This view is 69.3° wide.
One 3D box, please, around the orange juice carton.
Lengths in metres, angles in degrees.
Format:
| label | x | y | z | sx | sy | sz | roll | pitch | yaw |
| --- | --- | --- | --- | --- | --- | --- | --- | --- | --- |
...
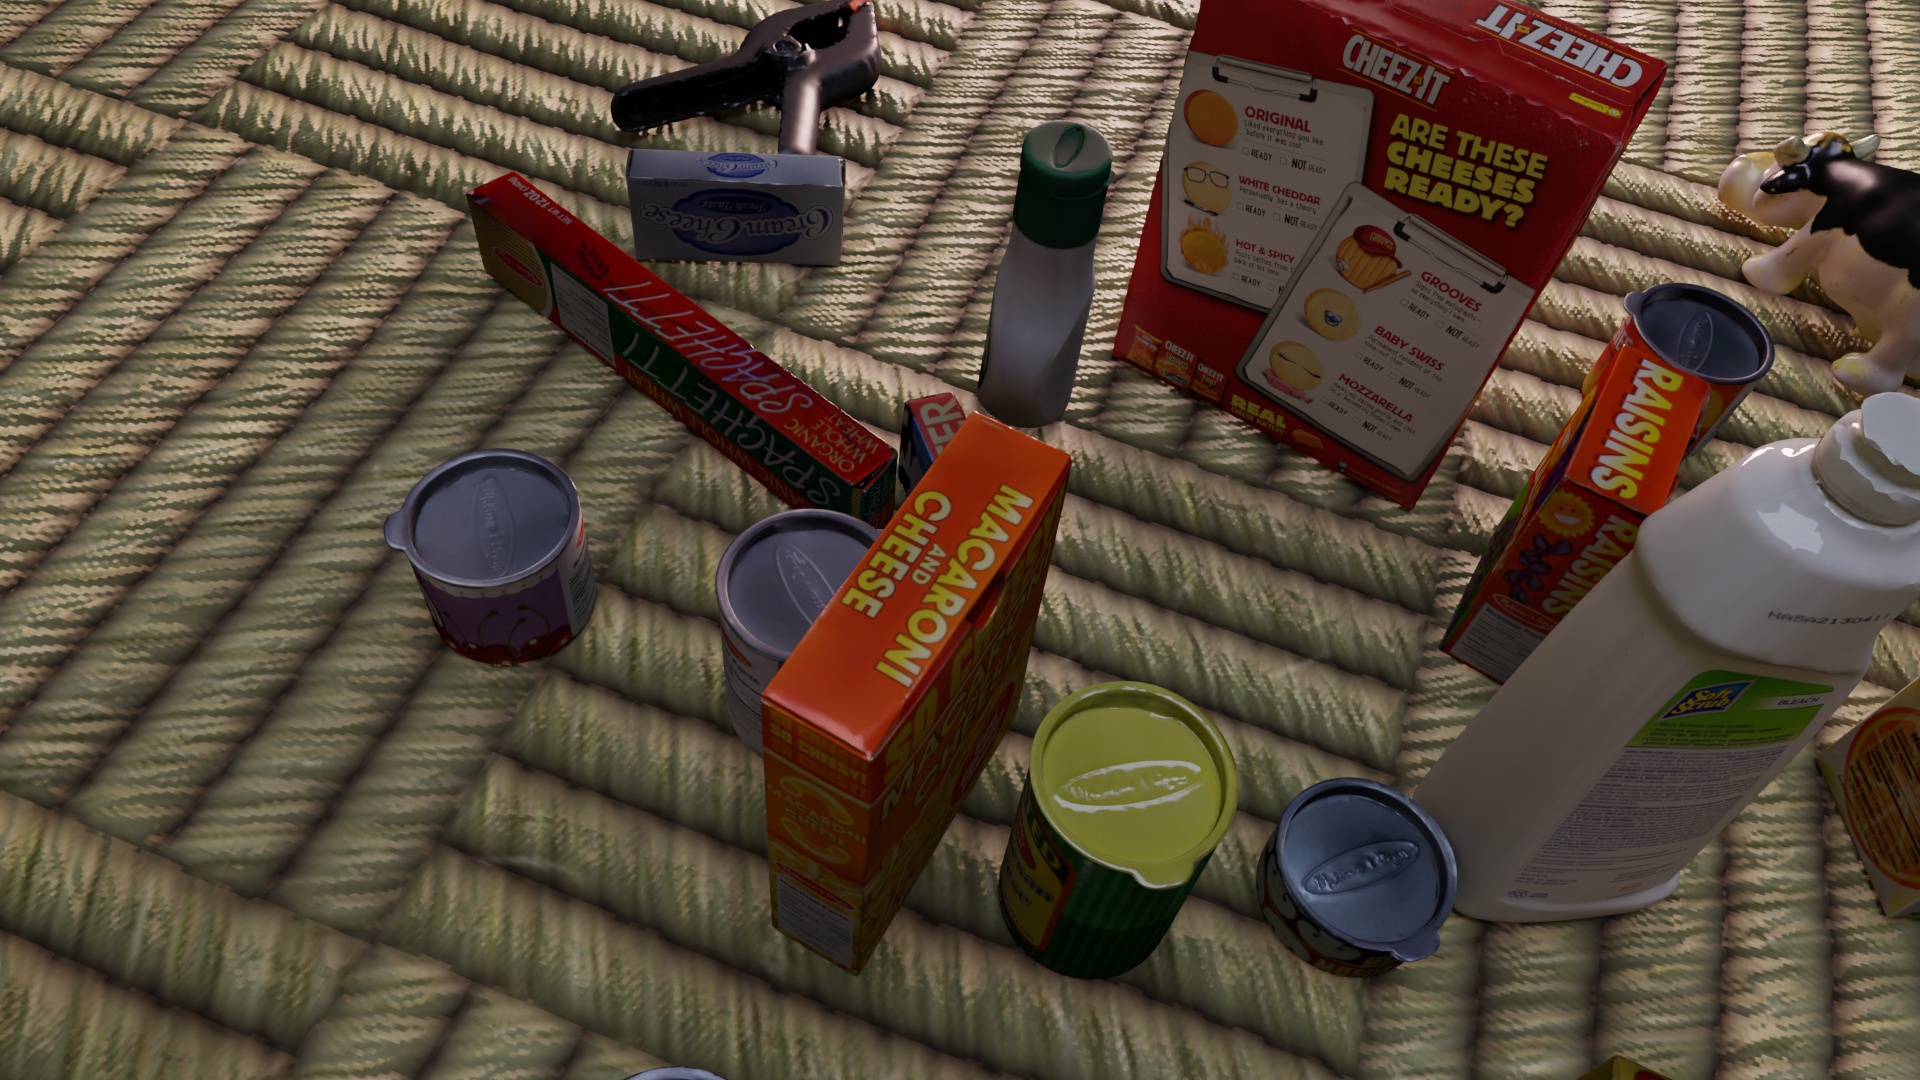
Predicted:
| label | x | y | z | sx | sy | sz | roll | pitch | yaw |
| --- | --- | --- | --- | --- | --- | --- | --- | --- | --- |
| orange juice carton | 0.401 | 0.064 | 0.487 | 0.072 | 0.191 | 0.073 | 1 | 54 | -6 |

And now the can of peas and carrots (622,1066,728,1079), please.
| label | x | y | z | sx | sy | sz | roll | pitch | yaw |
| --- | --- | --- | --- | --- | --- | --- | --- | --- | --- |
| can of peas and carrots | -0.088 | 0.200 | 0.415 | 0.071 | 0.058 | 0.071 | 3 | 54 | -4 |

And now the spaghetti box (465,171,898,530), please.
| label | x | y | z | sx | sy | sz | roll | pitch | yaw |
| --- | --- | --- | --- | --- | --- | --- | --- | --- | --- |
| spaghetti box | -0.128 | -0.083 | 0.624 | 0.250 | 0.050 | 0.029 | 36 | 58 | 19 |

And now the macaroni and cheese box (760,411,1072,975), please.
| label | x | y | z | sx | sy | sz | roll | pitch | yaw |
| --- | --- | --- | --- | --- | --- | --- | --- | --- | --- |
| macaroni and cheese box | -0.015 | 0.056 | 0.462 | 0.040 | 0.165 | 0.124 | 26 | 55 | 13 |

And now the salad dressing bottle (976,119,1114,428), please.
| label | x | y | z | sx | sy | sz | roll | pitch | yaw |
| --- | --- | --- | --- | --- | --- | --- | --- | --- | --- |
| salad dressing bottle | 0.037 | -0.112 | 0.604 | 0.044 | 0.146 | 0.064 | 20 | 54 | 8 |

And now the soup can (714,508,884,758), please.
| label | x | y | z | sx | sy | sz | roll | pitch | yaw |
| --- | --- | --- | --- | --- | --- | --- | --- | --- | --- |
| soup can | -0.054 | 0.038 | 0.522 | 0.071 | 0.083 | 0.072 | 3 | 54 | -4 |

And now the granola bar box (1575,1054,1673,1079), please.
| label | x | y | z | sx | sy | sz | roll | pitch | yaw |
| --- | --- | --- | --- | --- | --- | --- | --- | --- | --- |
| granola bar box | 0.239 | 0.219 | 0.397 | 0.166 | 0.123 | 0.039 | 23 | 55 | 11 |

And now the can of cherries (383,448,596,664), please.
| label | x | y | z | sx | sy | sz | roll | pitch | yaw |
| --- | --- | --- | --- | --- | --- | --- | --- | --- | --- |
| can of cherries | -0.183 | 0.007 | 0.546 | 0.071 | 0.058 | 0.072 | 3 | 54 | -4 |

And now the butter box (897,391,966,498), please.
| label | x | y | z | sx | sy | sz | roll | pitch | yaw |
| --- | --- | --- | --- | --- | --- | --- | --- | --- | --- |
| butter box | 0.002 | -0.007 | 0.581 | 0.024 | 0.052 | 0.104 | -14 | 57 | -16 |

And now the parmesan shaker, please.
| label | x | y | z | sx | sy | sz | roll | pitch | yaw |
| --- | --- | --- | --- | --- | --- | --- | --- | --- | --- |
| parmesan shaker | 0.050 | 0.104 | 0.473 | 0.071 | 0.102 | 0.071 | 3 | 54 | -4 |

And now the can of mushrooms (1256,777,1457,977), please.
| label | x | y | z | sx | sy | sz | roll | pitch | yaw |
| --- | --- | --- | --- | --- | --- | --- | --- | --- | --- |
| can of mushrooms | 0.146 | 0.126 | 0.511 | 0.071 | 0.033 | 0.071 | 3 | 53 | -4 |

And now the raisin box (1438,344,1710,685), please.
| label | x | y | z | sx | sy | sz | roll | pitch | yaw |
| --- | --- | --- | --- | --- | --- | --- | --- | --- | --- |
| raisin box | 0.248 | -0.006 | 0.565 | 0.040 | 0.122 | 0.086 | 30 | 56 | 15 |

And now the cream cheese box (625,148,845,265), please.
| label | x | y | z | sx | sy | sz | roll | pitch | yaw |
| --- | --- | --- | --- | --- | --- | --- | --- | --- | --- |
| cream cheese box | -0.109 | -0.163 | 0.684 | 0.104 | 0.053 | 0.024 | 0 | 54 | -6 |

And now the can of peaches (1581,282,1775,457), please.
| label | x | y | z | sx | sy | sz | roll | pitch | yaw |
| --- | --- | --- | --- | --- | --- | --- | --- | --- | --- |
| can of peaches | 0.343 | -0.082 | 0.673 | 0.071 | 0.057 | 0.071 | 3 | 54 | -4 |
